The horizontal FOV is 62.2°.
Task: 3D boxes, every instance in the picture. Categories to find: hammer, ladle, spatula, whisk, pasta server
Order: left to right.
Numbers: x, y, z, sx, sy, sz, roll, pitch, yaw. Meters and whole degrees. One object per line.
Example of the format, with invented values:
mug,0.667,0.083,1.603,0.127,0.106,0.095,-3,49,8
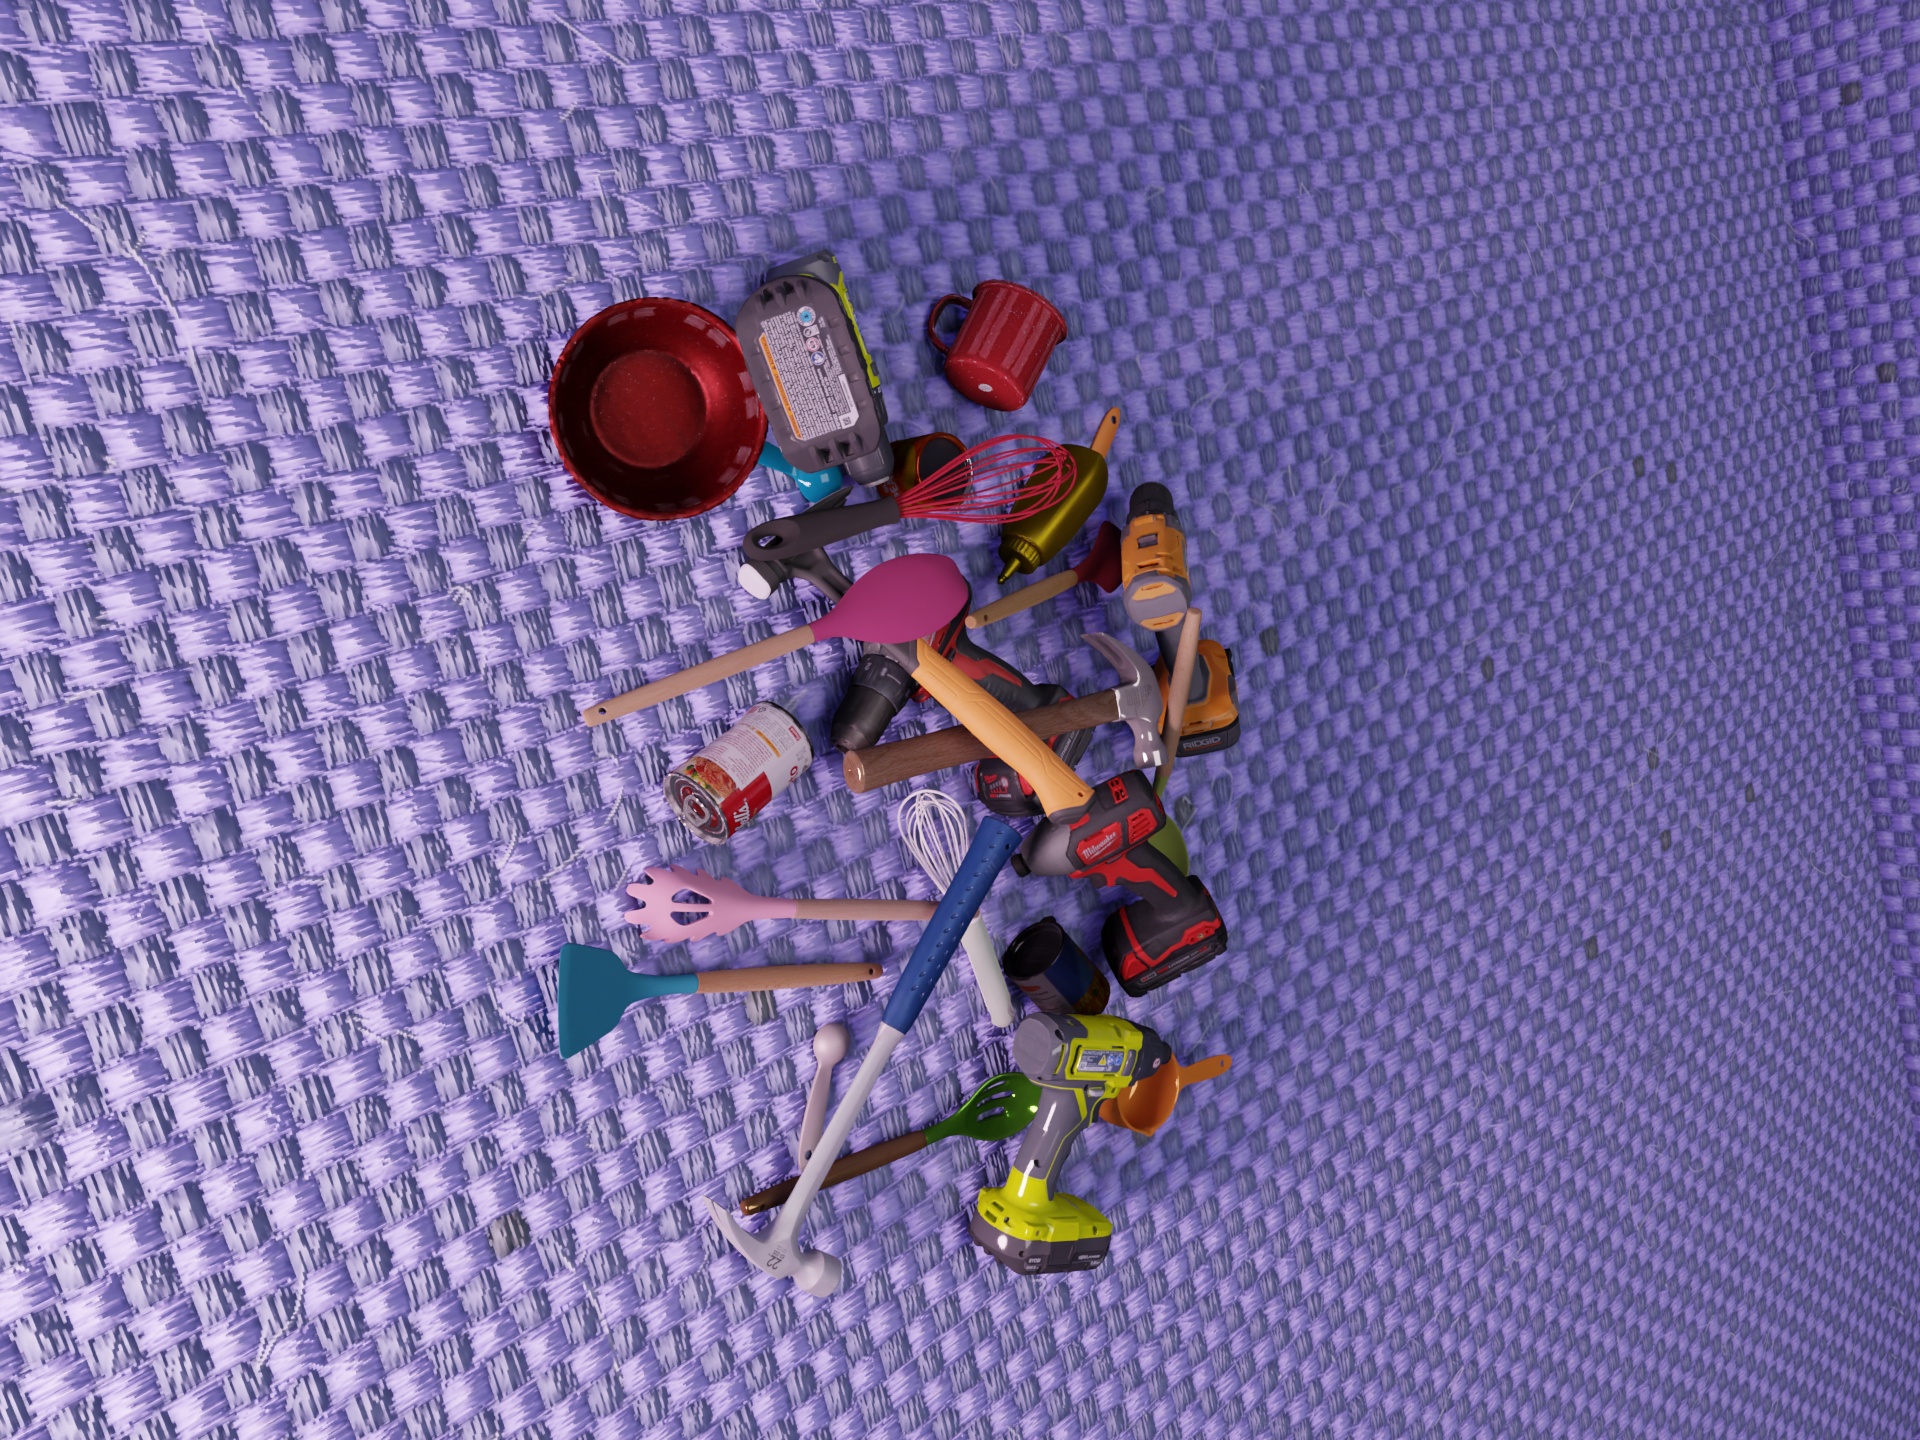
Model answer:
spatula,-0.180,0.207,1.244,0.317,0.044,0.082,3,84,-42
pasta server,-0.117,0.151,1.286,0.316,0.040,0.060,6,86,-36
hammer,-0.063,0.258,1.295,0.143,0.035,0.405,40,73,-36
whisk,-0.037,-0.177,1.292,0.296,0.073,0.073,-18,102,-20
hammer,-0.018,-0.044,1.289,0.337,0.034,0.127,43,58,2
whisk,0.003,0.168,1.403,0.058,0.059,0.246,-76,150,-66
hammer,0.044,0.006,1.348,0.331,0.031,0.130,-14,95,-35
ladle,0.086,-0.123,1.420,0.315,0.031,0.069,-29,115,-55
ladle,0.204,0.032,1.476,0.078,0.062,0.319,-59,160,-48

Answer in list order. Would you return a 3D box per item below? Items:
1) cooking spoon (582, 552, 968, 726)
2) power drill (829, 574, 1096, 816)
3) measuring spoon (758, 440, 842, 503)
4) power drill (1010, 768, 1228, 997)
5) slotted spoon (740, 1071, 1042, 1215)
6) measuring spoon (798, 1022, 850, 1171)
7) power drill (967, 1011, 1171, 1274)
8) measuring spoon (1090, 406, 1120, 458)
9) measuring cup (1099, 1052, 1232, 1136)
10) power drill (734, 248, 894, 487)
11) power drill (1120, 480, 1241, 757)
cooking spoon,-0.139,-0.058,1.229,0.319,0.017,0.069,-22,83,-17
power drill,-0.002,-0.004,1.379,0.226,0.080,0.188,43,64,-29
measuring spoon,-0.144,-0.213,1.291,0.128,0.021,0.042,21,76,-40
power drill,0.146,0.150,1.454,0.143,0.079,0.219,-29,128,8
slotted spoon,-0.053,0.364,1.361,0.313,0.031,0.070,-11,114,-39
measuring spoon,-0.113,0.313,1.317,0.034,0.018,0.124,18,80,-39
power drill,0.103,0.374,1.428,0.171,0.080,0.223,12,96,-39
measuring spoon,0.134,-0.255,1.536,0.021,0.011,0.117,37,67,-34
measuring cup,0.195,0.347,1.561,0.173,0.052,0.095,-3,92,-42
power drill,-0.101,-0.261,1.224,0.080,0.229,0.190,-18,106,6
power drill,0.202,-0.101,1.508,0.186,0.084,0.226,-86,158,-49
